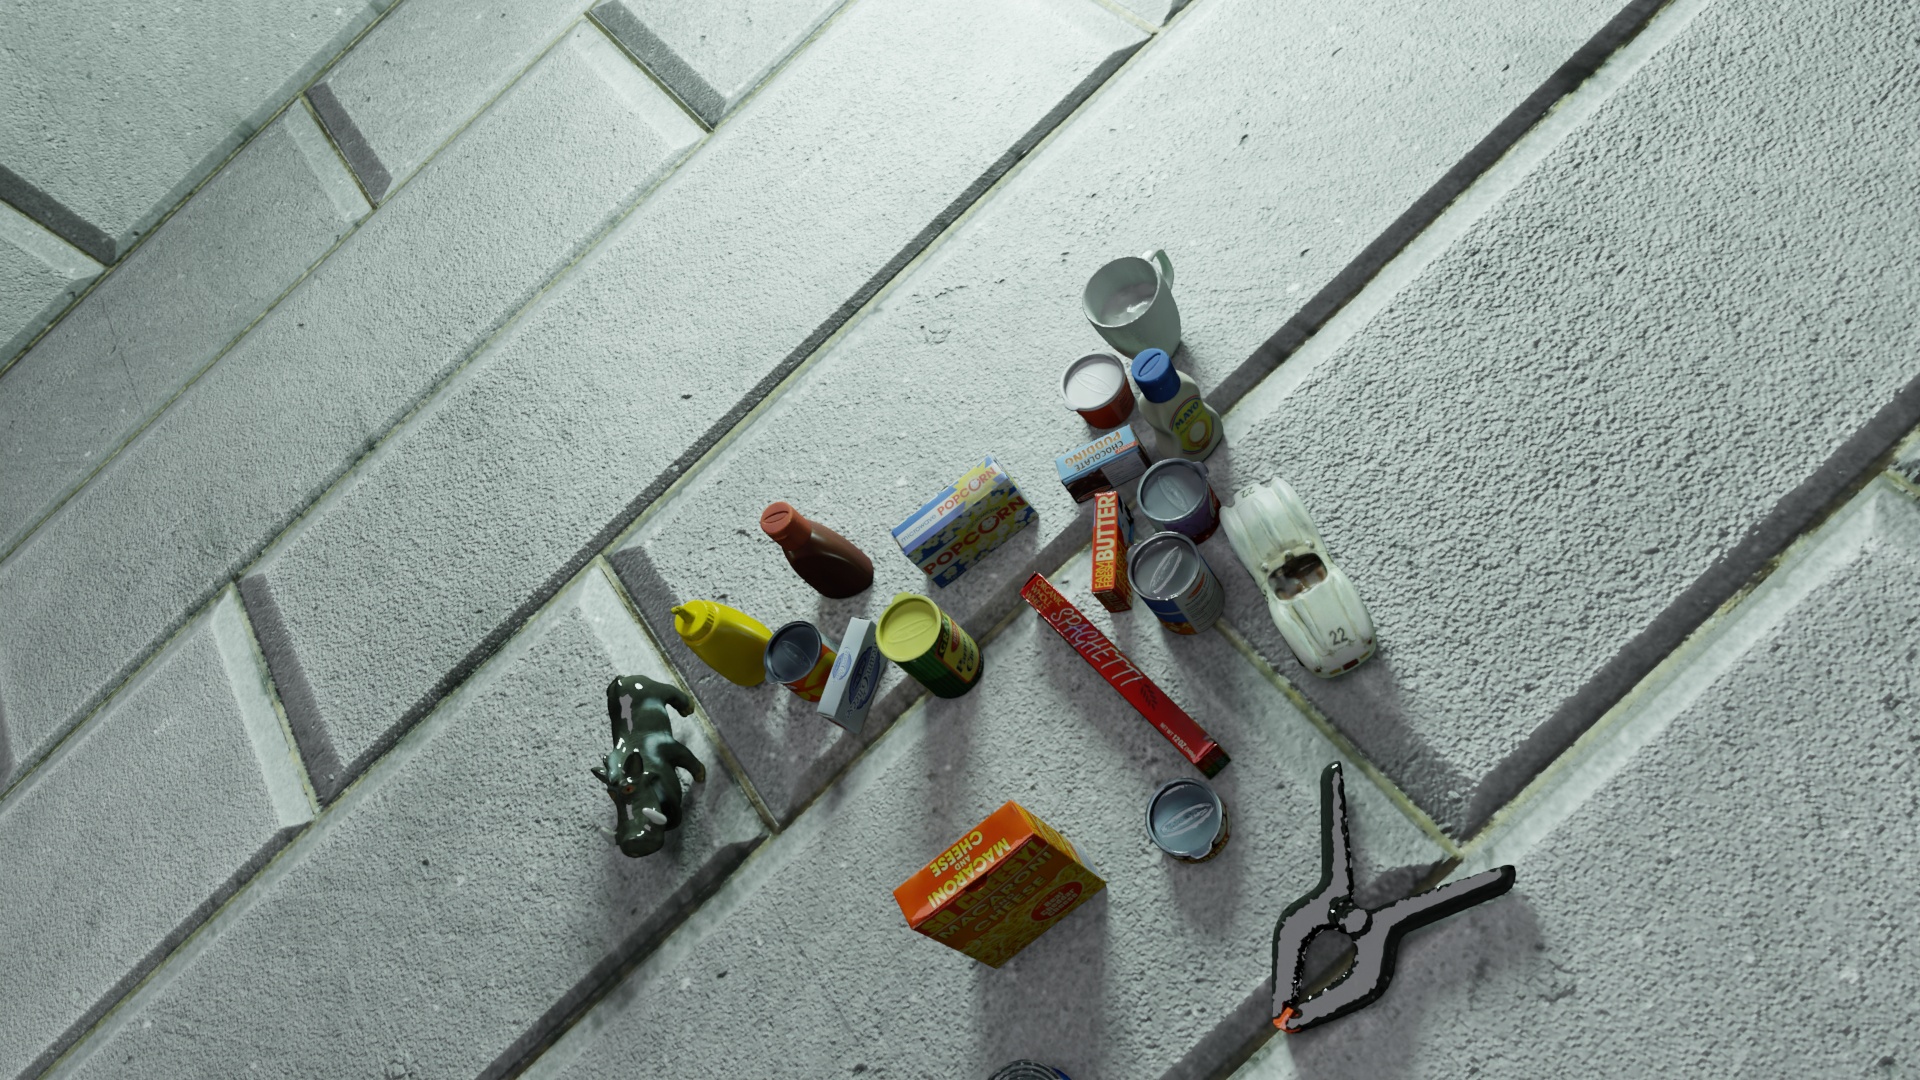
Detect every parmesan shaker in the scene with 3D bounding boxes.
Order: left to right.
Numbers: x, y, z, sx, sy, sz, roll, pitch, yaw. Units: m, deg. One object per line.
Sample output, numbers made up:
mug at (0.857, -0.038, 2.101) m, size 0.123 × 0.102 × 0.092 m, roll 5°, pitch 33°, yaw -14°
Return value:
parmesan shaker at (-0.027, 0.099, 1.307) m, size 0.071 × 0.103 × 0.071 m, roll -12°, pitch 60°, yaw 21°

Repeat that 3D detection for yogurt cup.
yogurt cup at (0.139, -0.147, 1.385) m, size 0.072 × 0.054 × 0.073 m, roll -12°, pitch 60°, yaw 21°

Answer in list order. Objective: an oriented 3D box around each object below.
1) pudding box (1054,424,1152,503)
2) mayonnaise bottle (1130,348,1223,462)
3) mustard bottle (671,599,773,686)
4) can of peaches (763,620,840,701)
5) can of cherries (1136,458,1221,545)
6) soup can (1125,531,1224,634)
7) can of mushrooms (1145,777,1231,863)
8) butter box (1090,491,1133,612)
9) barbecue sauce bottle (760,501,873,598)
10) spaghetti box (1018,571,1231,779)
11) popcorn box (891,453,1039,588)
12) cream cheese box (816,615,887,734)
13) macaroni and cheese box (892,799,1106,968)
pudding box at (0.139, -0.073, 1.348) m, size 0.083 × 0.049 × 0.030 m, roll -25°, pitch 56°, yaw 13°
mayonnaise bottle at (0.197, -0.123, 1.284) m, size 0.065 × 0.147 × 0.041 m, roll -48°, pitch 54°, yaw -3°
mustard bottle at (-0.239, 0.094, 1.382) m, size 0.065 × 0.160 × 0.049 m, roll -44°, pitch 54°, yaw 0°
can of peaches at (-0.155, 0.123, 1.387) m, size 0.071 × 0.058 × 0.071 m, roll -12°, pitch 60°, yaw 21°
can of cherries at (0.206, -0.035, 1.288) m, size 0.071 × 0.058 × 0.072 m, roll -12°, pitch 60°, yaw 21°
soup can at (0.191, 0.038, 1.240) m, size 0.071 × 0.083 × 0.071 m, roll -12°, pitch 60°, yaw 21°
can of mushrooms at (0.192, 0.237, 1.164) m, size 0.071 × 0.033 × 0.071 m, roll -12°, pitch 60°, yaw 21°
butter box at (0.143, 0.011, 1.299) m, size 0.024 × 0.053 × 0.104 m, roll -7°, pitch 61°, yaw 24°
barbecue sauce bottle at (-0.146, 0.010, 1.387) m, size 0.065 × 0.148 × 0.044 m, roll -18°, pitch 58°, yaw 18°
spaghetti box at (0.142, 0.117, 1.244) m, size 0.028 × 0.050 × 0.251 m, roll -45°, pitch 54°, yaw -1°
popcorn box at (0.005, -0.017, 1.364) m, size 0.126 × 0.085 × 0.038 m, roll -37°, pitch 54°, yaw 5°
cream cheese box at (-0.102, 0.132, 1.358) m, size 0.024 × 0.053 × 0.104 m, roll 8°, pitch 68°, yaw 30°
macaroni and cheese box at (0.036, 0.285, 1.136) m, size 0.123 × 0.166 × 0.040 m, roll -39°, pitch 54°, yaw 4°
